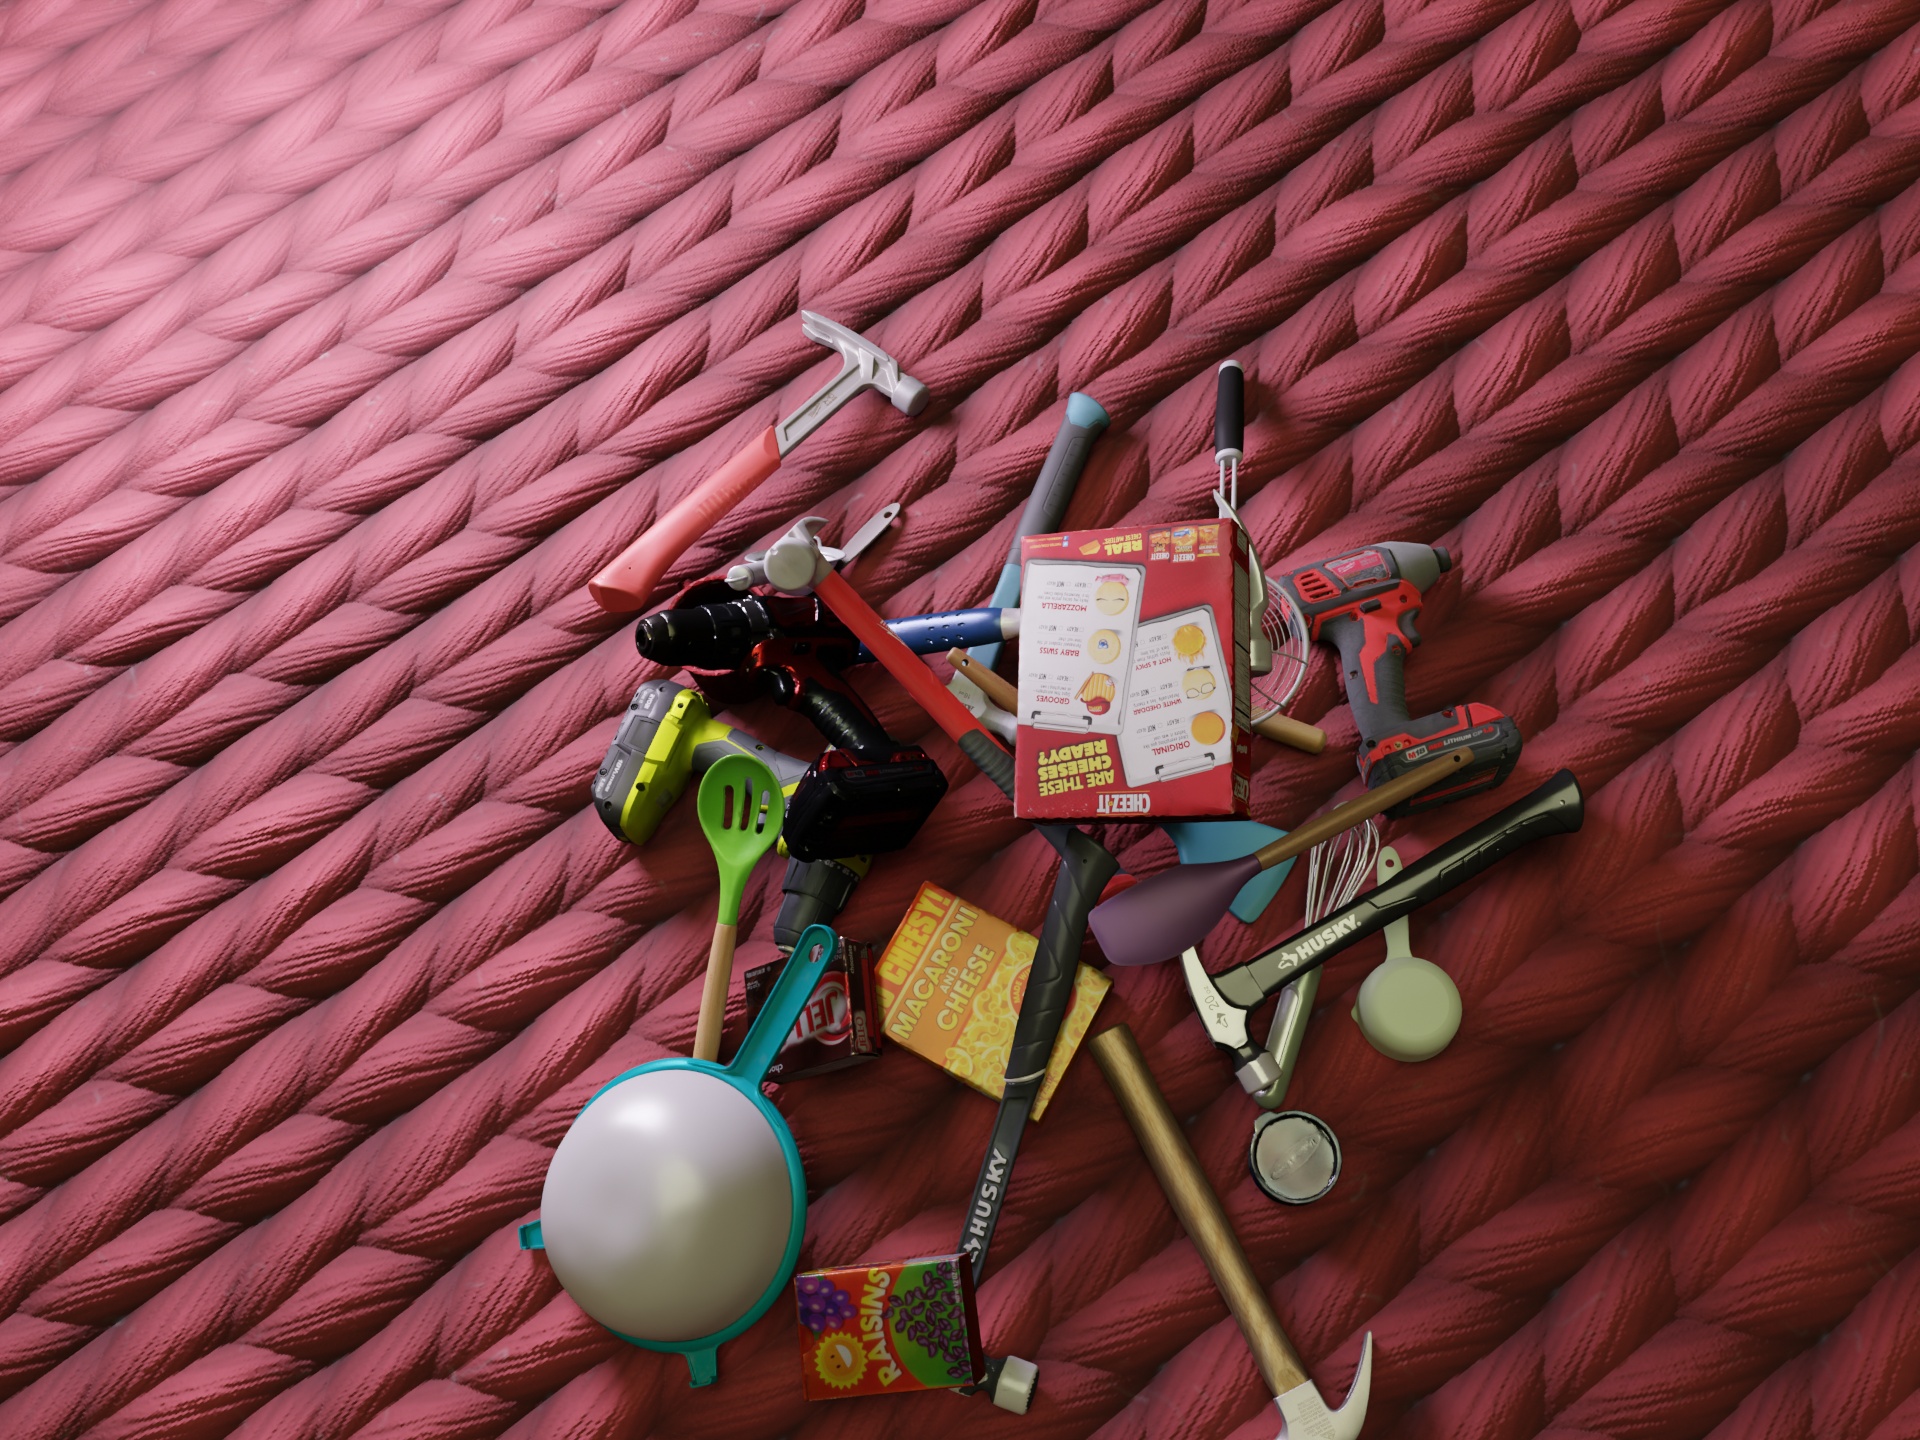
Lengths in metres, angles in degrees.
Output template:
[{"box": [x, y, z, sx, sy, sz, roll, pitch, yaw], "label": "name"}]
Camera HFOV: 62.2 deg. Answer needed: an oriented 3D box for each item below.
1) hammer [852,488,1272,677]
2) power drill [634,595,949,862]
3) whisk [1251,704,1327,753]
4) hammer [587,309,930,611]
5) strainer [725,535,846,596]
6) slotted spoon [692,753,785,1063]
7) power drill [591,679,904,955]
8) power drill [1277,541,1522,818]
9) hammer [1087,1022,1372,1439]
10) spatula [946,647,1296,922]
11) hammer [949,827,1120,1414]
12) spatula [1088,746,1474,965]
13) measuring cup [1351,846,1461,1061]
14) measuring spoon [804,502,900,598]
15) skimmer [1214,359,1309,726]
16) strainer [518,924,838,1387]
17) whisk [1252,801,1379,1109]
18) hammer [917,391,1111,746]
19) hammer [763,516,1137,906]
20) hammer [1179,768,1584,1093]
[{"box": [0.046, -0.084, 1.273, 0.405, 0.035, 0.144, -7, 78, 25], "label": "hammer"}, {"box": [-0.130, -0.006, 1.204, 0.187, 0.080, 0.227, -4, 51, -40], "label": "power drill"}, {"box": [0.179, -0.020, 1.298, 0.245, 0.047, 0.051, 20, 86, 6], "label": "whisk"}, {"box": [-0.194, -0.224, 1.394, 0.149, 0.036, 0.359, 35, 63, 17], "label": "hammer"}, {"box": [-0.151, -0.121, 1.297, 0.087, 0.258, 0.050, 1, 99, 9], "label": "strainer"}, {"box": [-0.186, 0.181, 1.224, 0.070, 0.031, 0.314, 9, 89, 9], "label": "slotted spoon"}, {"box": [-0.175, 0.074, 1.290, 0.228, 0.080, 0.191, 18, 70, 10], "label": "power drill"}, {"box": [0.358, -0.044, 1.279, 0.143, 0.078, 0.220, -18, 64, -1], "label": "power drill"}, {"box": [0.185, 0.371, 1.153, 0.130, 0.031, 0.332, -26, 67, -4], "label": "hammer"}, {"box": [0.121, 0.038, 1.256, 0.317, 0.044, 0.082, 36, 78, -6], "label": "spatula"}, {"box": [0.037, 0.278, 1.164, 0.149, 0.036, 0.409, 15, 83, 15], "label": "hammer"}, {"box": [0.242, 0.095, 1.173, 0.316, 0.018, 0.060, -27, 77, -7], "label": "spatula"}, {"box": [0.337, 0.173, 1.211, 0.083, 0.038, 0.168, -3, 70, 5], "label": "measuring cup"}, {"box": [-0.092, -0.146, 1.404, 0.034, 0.018, 0.124, 26, 65, 37], "label": "measuring spoon"}, {"box": [0.226, -0.158, 1.335, 0.127, 0.090, 0.364, -2, 49, 14], "label": "skimmer"}, {"box": [-0.193, 0.296, 1.146, 0.211, 0.095, 0.340, 30, 90, 21], "label": "strainer"}, {"box": [0.267, 0.177, 1.215, 0.058, 0.059, 0.246, 3, 68, 49], "label": "whisk"}, {"box": [0.057, -0.140, 1.373, 0.128, 0.033, 0.331, 19, 71, 12], "label": "hammer"}, {"box": [-0.002, -0.004, 1.241, 0.038, 0.143, 0.386, -41, 99, 13], "label": "hammer"}, {"box": [0.316, 0.130, 1.184, 0.335, 0.035, 0.146, -30, 77, -3], "label": "hammer"}]
